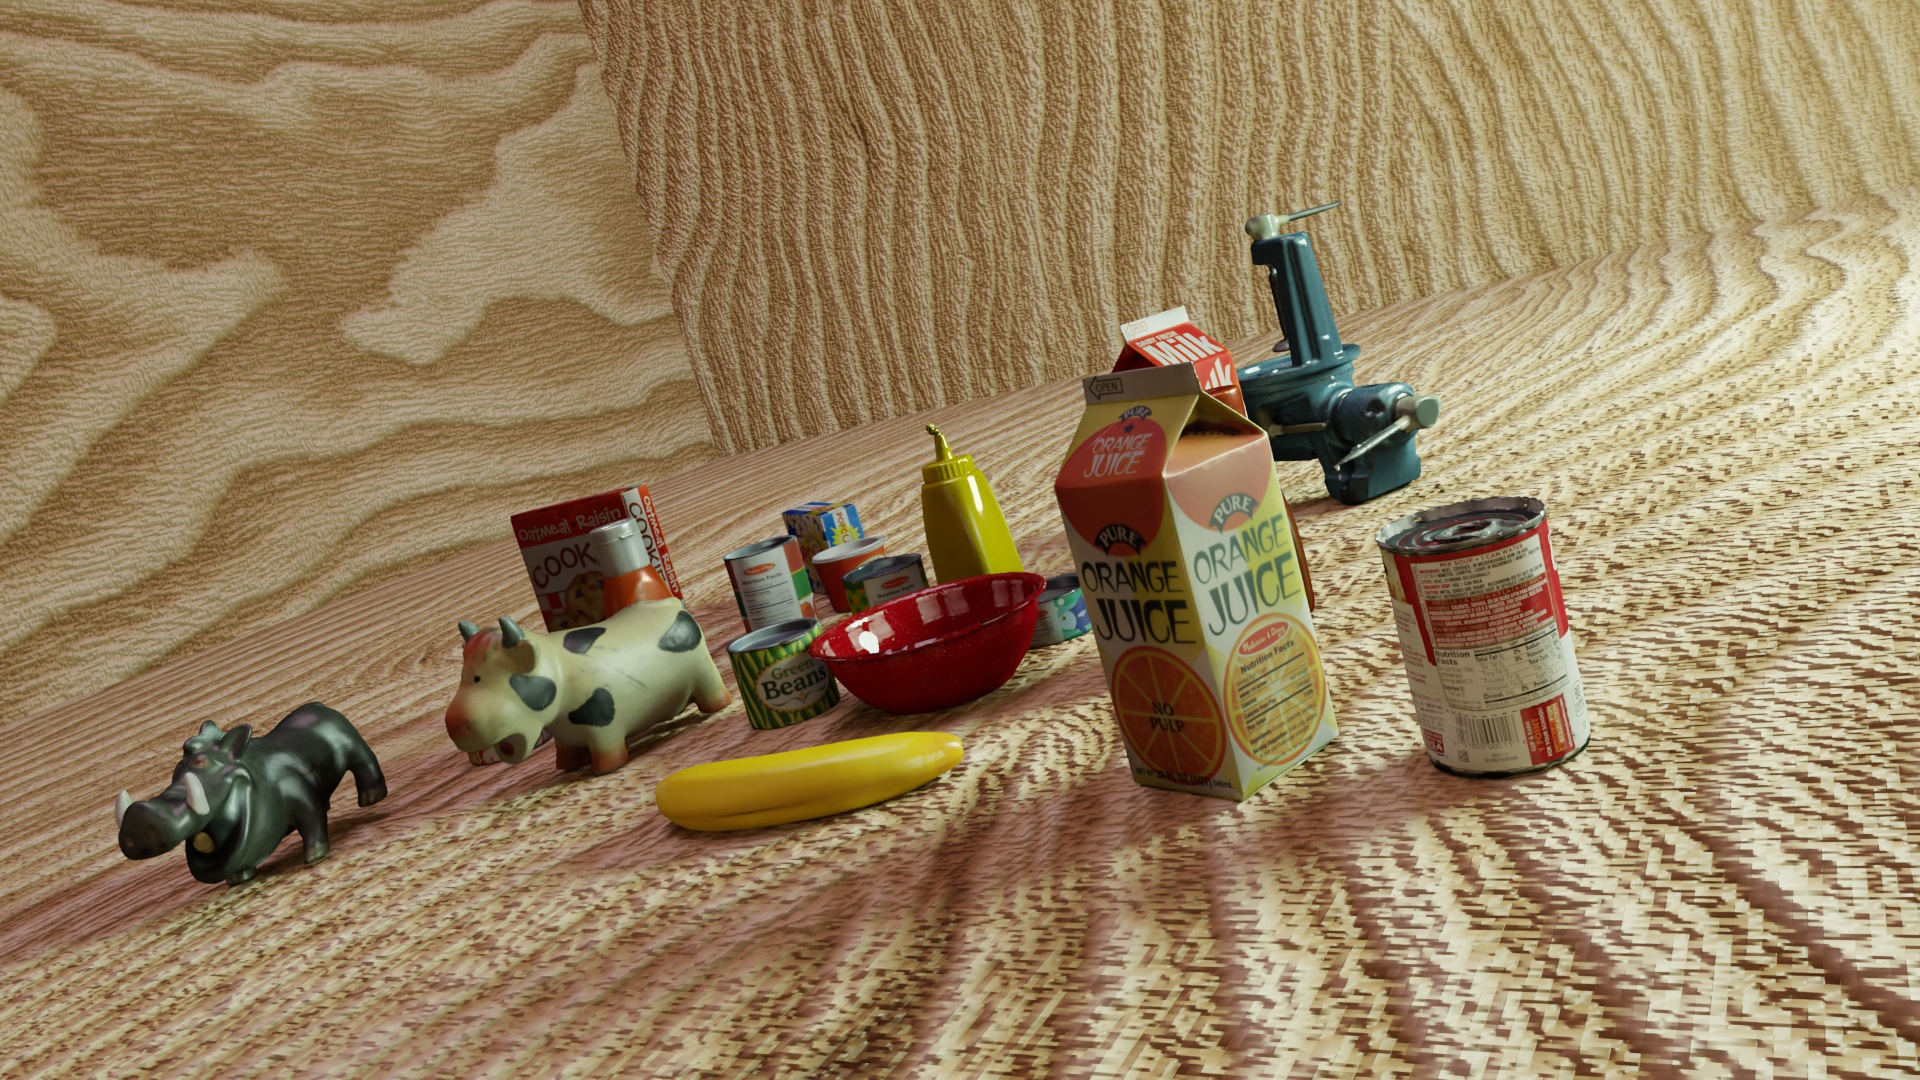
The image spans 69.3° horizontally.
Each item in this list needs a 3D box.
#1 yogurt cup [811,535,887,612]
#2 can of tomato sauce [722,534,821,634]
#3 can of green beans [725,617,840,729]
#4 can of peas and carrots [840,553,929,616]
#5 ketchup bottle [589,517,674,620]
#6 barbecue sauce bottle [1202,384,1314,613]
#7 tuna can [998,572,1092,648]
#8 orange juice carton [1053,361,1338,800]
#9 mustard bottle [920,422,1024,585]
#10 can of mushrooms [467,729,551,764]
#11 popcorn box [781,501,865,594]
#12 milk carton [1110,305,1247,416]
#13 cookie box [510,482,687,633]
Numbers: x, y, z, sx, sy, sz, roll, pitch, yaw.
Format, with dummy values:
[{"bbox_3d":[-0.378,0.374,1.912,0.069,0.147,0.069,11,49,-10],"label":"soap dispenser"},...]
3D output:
[{"bbox_3d":[-0.096,0.032,1.264,0.072,0.054,0.072,-15,10,3],"label":"yogurt cup"},{"bbox_3d":[-0.164,0.044,1.217,0.071,0.083,0.071,-15,9,3],"label":"can of tomato sauce"},{"bbox_3d":[-0.122,0.091,0.958,0.071,0.057,0.071,-15,10,3],"label":"can of green beans"},{"bbox_3d":[-0.055,0.047,1.097,0.071,0.058,0.071,-15,10,3],"label":"can of peas and carrots"},{"bbox_3d":[-0.246,0.058,1.075,0.065,0.148,0.043,-23,12,-38],"label":"ketchup bottle"},{"bbox_3d":[0.171,-0.020,0.853,0.065,0.148,0.044,-14,9,10],"label":"barbecue sauce bottle"},{"bbox_3d":[0.064,0.049,0.977,0.071,0.032,0.071,-15,10,3],"label":"tuna can"},{"bbox_3d":[0.104,0.014,0.639,0.073,0.192,0.071,-22,11,-35],"label":"orange juice carton"},{"bbox_3d":[0.004,-0.013,1.044,0.065,0.160,0.049,-7,13,43],"label":"mustard bottle"},{"bbox_3d":[-0.357,0.148,1.084,0.071,0.033,0.071,-15,10,3],"label":"can of mushrooms"},{"bbox_3d":[-0.128,0.008,1.356,0.038,0.085,0.126,-20,10,-23],"label":"popcorn box"},{"bbox_3d":[0.172,-0.081,1.068,0.072,0.190,0.073,-22,11,-34],"label":"milk carton"},{"bbox_3d":[-0.304,0.043,1.192,0.123,0.167,0.040,-12,10,24],"label":"cookie box"}]
